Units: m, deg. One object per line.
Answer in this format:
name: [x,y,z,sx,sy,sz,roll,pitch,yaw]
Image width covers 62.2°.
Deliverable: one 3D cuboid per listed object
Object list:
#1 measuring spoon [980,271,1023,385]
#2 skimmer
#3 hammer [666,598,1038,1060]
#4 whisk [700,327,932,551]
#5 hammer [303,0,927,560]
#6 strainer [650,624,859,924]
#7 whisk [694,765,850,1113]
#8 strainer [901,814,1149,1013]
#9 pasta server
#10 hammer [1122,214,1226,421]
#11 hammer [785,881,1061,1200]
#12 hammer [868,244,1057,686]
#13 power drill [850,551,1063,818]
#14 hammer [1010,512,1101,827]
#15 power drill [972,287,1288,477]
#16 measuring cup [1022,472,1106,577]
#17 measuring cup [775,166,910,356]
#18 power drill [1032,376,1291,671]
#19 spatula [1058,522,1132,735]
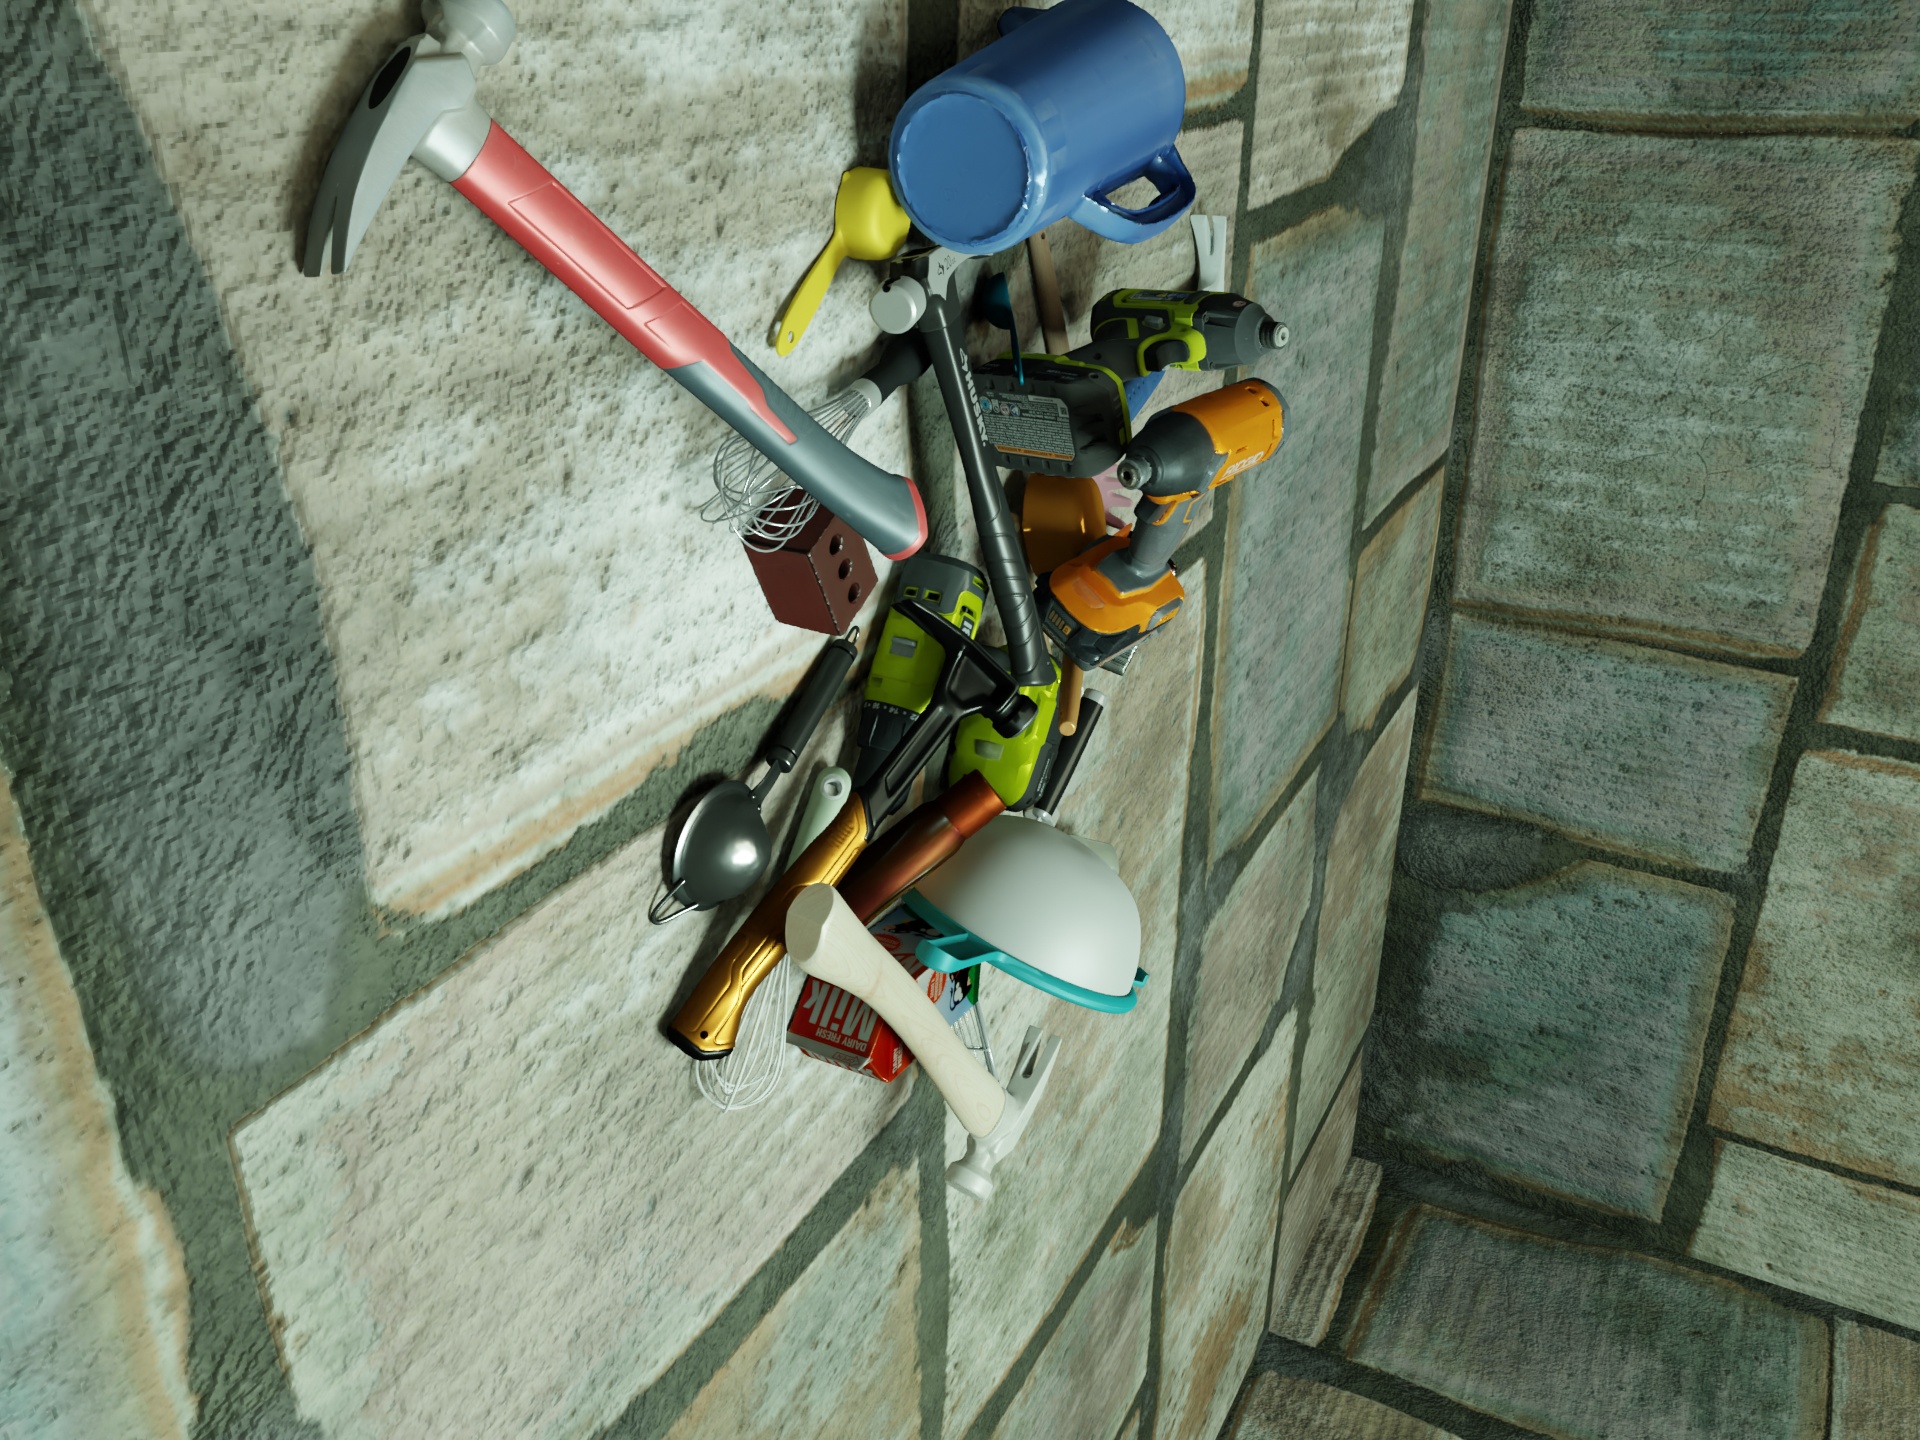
measuring spoon: [0.029,-0.279,1.148,0.129,0.021,0.042,-97,178,-45]
skimmer: [0.071,0.149,1.383,0.127,0.090,0.363,91,24,-78]
hammer: [-0.085,0.076,1.056,0.127,0.034,0.337,43,70,-17]
whisk: [-0.078,-0.189,0.998,0.285,0.070,0.070,-54,147,-49]
hammer: [-0.140,-0.171,0.793,0.385,0.038,0.143,38,68,-48]
strainer: [-0.119,0.031,1.032,0.086,0.050,0.259,74,34,-48]
whisk: [-0.121,0.146,1.082,0.059,0.057,0.246,137,-28,-71]
strainer: [0.043,0.128,1.159,0.095,0.211,0.340,-62,165,4]
pasta server: [0.095,-0.277,1.326,0.060,0.040,0.315,-50,144,-28]
hammer: [0.180,-0.335,1.426,0.406,0.035,0.144,-55,147,-51]
hammer: [-0.022,0.215,1.139,0.146,0.038,0.410,-60,147,-21]
hammer: [0.018,-0.167,1.105,0.146,0.035,0.334,-61,141,-51]
power drill: [-0.002,-0.004,1.214,0.228,0.080,0.190,30,75,-61]
hammer: [0.069,-0.051,1.388,0.130,0.031,0.331,-59,150,-32]
power drill: [0.127,-0.268,1.209,0.223,0.171,0.080,-37,127,-34]
measuring cup: [0.085,-0.201,1.292,0.095,0.052,0.173,-21,110,-70]
measuring cup: [-0.071,-0.281,0.985,0.157,0.029,0.062,-66,153,-28]
power drill: [0.135,-0.142,1.168,0.164,0.084,0.226,-28,157,-41]
spatula: [0.104,-0.074,1.305,0.081,0.041,0.323,-60,-171,31]
